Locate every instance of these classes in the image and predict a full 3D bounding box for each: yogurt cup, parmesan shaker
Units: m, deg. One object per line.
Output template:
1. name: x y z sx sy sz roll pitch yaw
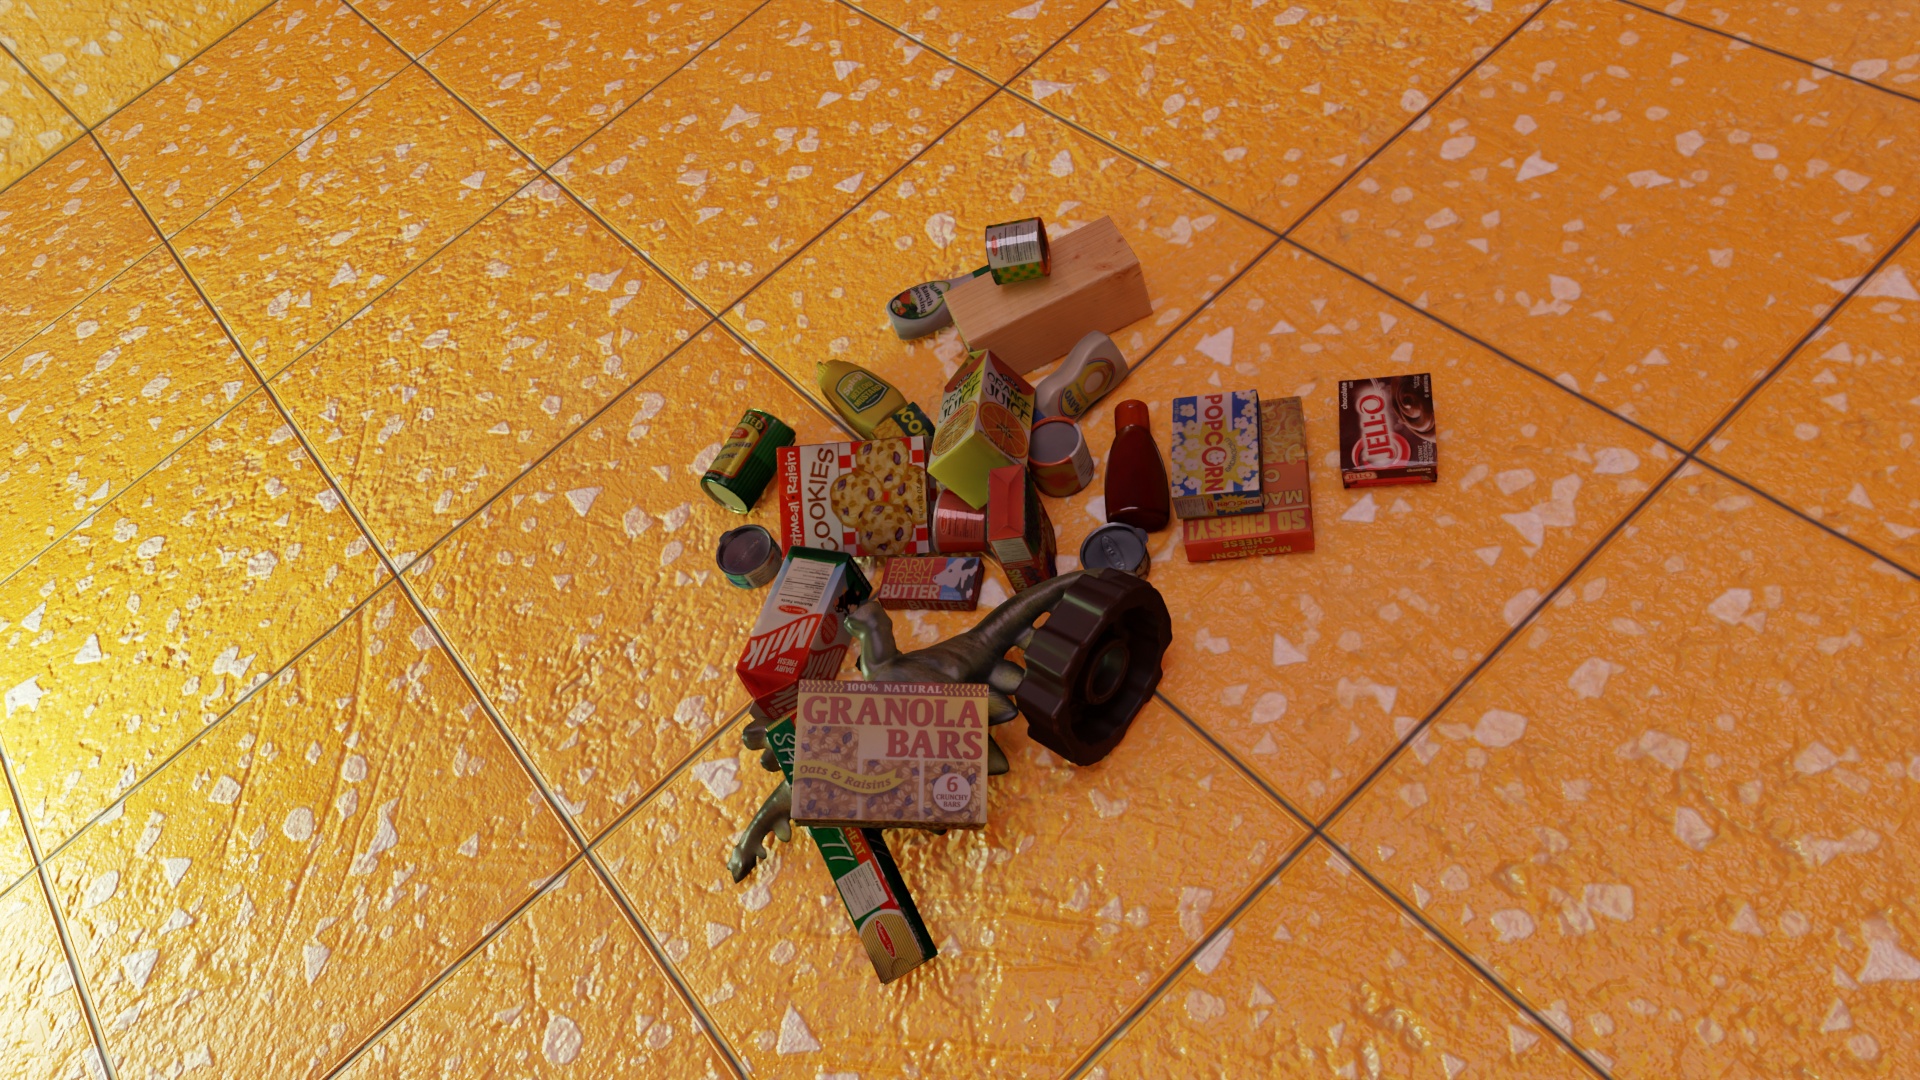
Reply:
1. yogurt cup: 0.005 -0.018 1.436 0.054 0.072 0.073 5 58 13
2. parmesan shaker: -0.238 -0.089 1.567 0.071 0.071 0.103 16 63 28

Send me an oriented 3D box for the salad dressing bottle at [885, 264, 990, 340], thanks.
1. salad dressing bottle: -0.013 -0.286 1.639 0.148 0.043 0.064 -23 54 3

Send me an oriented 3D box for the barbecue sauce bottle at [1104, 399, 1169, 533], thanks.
1. barbecue sauce bottle: 0.179 -0.078 1.427 0.065 0.043 0.149 1 55 2

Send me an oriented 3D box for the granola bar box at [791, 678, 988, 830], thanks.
1. granola bar box: -0.060 0.186 1.205 0.166 0.039 0.124 2 68 -3

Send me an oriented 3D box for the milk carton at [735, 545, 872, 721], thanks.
1. milk carton: -0.164 0.105 1.404 0.073 0.072 0.191 7 59 24

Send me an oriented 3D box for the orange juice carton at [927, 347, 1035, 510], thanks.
1. orange juice carton: 0.025 -0.129 1.443 0.072 0.071 0.194 -38 26 32

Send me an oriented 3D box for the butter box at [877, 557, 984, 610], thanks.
1. butter box: -0.030 0.044 1.429 0.103 0.024 0.053 0 56 19

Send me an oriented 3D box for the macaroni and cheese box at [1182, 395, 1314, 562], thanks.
1. macaroni and cheese box: 0.284 -0.061 1.380 0.123 0.040 0.167 -6 54 16

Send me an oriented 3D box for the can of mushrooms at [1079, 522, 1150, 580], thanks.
1. can of mushrooms: 0.156 0.017 1.376 0.071 0.033 0.071 -10 54 14

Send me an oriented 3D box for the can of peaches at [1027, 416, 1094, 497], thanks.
1. can of peaches: 0.100 -0.087 1.453 0.071 0.057 0.071 -9 55 13

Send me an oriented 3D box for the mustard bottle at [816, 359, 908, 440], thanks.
1. mustard bottle: -0.123 -0.169 1.594 0.065 0.048 0.160 -41 53 -14

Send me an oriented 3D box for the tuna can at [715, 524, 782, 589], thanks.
1. tuna can: -0.232 0.017 1.514 0.071 0.032 0.071 -9 54 13

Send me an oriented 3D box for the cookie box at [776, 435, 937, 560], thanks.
1. cookie box: -0.109 -0.044 1.471 0.167 0.040 0.123 -3 90 17

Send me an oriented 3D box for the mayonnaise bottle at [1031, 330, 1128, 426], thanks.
1. mayonnaise bottle: 0.113 -0.156 1.495 0.148 0.064 0.041 -45 38 -8

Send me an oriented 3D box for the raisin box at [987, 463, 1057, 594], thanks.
1. raisin box: 0.062 -0.005 1.368 0.040 0.123 0.086 -9 55 15

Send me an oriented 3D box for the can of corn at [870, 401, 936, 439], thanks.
1. can of corn: -0.057 -0.109 1.516 0.058 0.071 0.071 -35 53 -5

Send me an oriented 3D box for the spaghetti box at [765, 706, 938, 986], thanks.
1. spaghetti box: -0.098 0.262 1.220 0.050 0.029 0.250 -36 70 21

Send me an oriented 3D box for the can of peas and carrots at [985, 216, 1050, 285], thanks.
1. can of peas and carrots: 0.063 -0.313 1.505 0.059 0.070 0.071 -7 55 15

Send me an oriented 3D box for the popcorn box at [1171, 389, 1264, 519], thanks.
1. popcorn box: 0.251 -0.086 1.358 0.085 0.038 0.127 -5 55 16
